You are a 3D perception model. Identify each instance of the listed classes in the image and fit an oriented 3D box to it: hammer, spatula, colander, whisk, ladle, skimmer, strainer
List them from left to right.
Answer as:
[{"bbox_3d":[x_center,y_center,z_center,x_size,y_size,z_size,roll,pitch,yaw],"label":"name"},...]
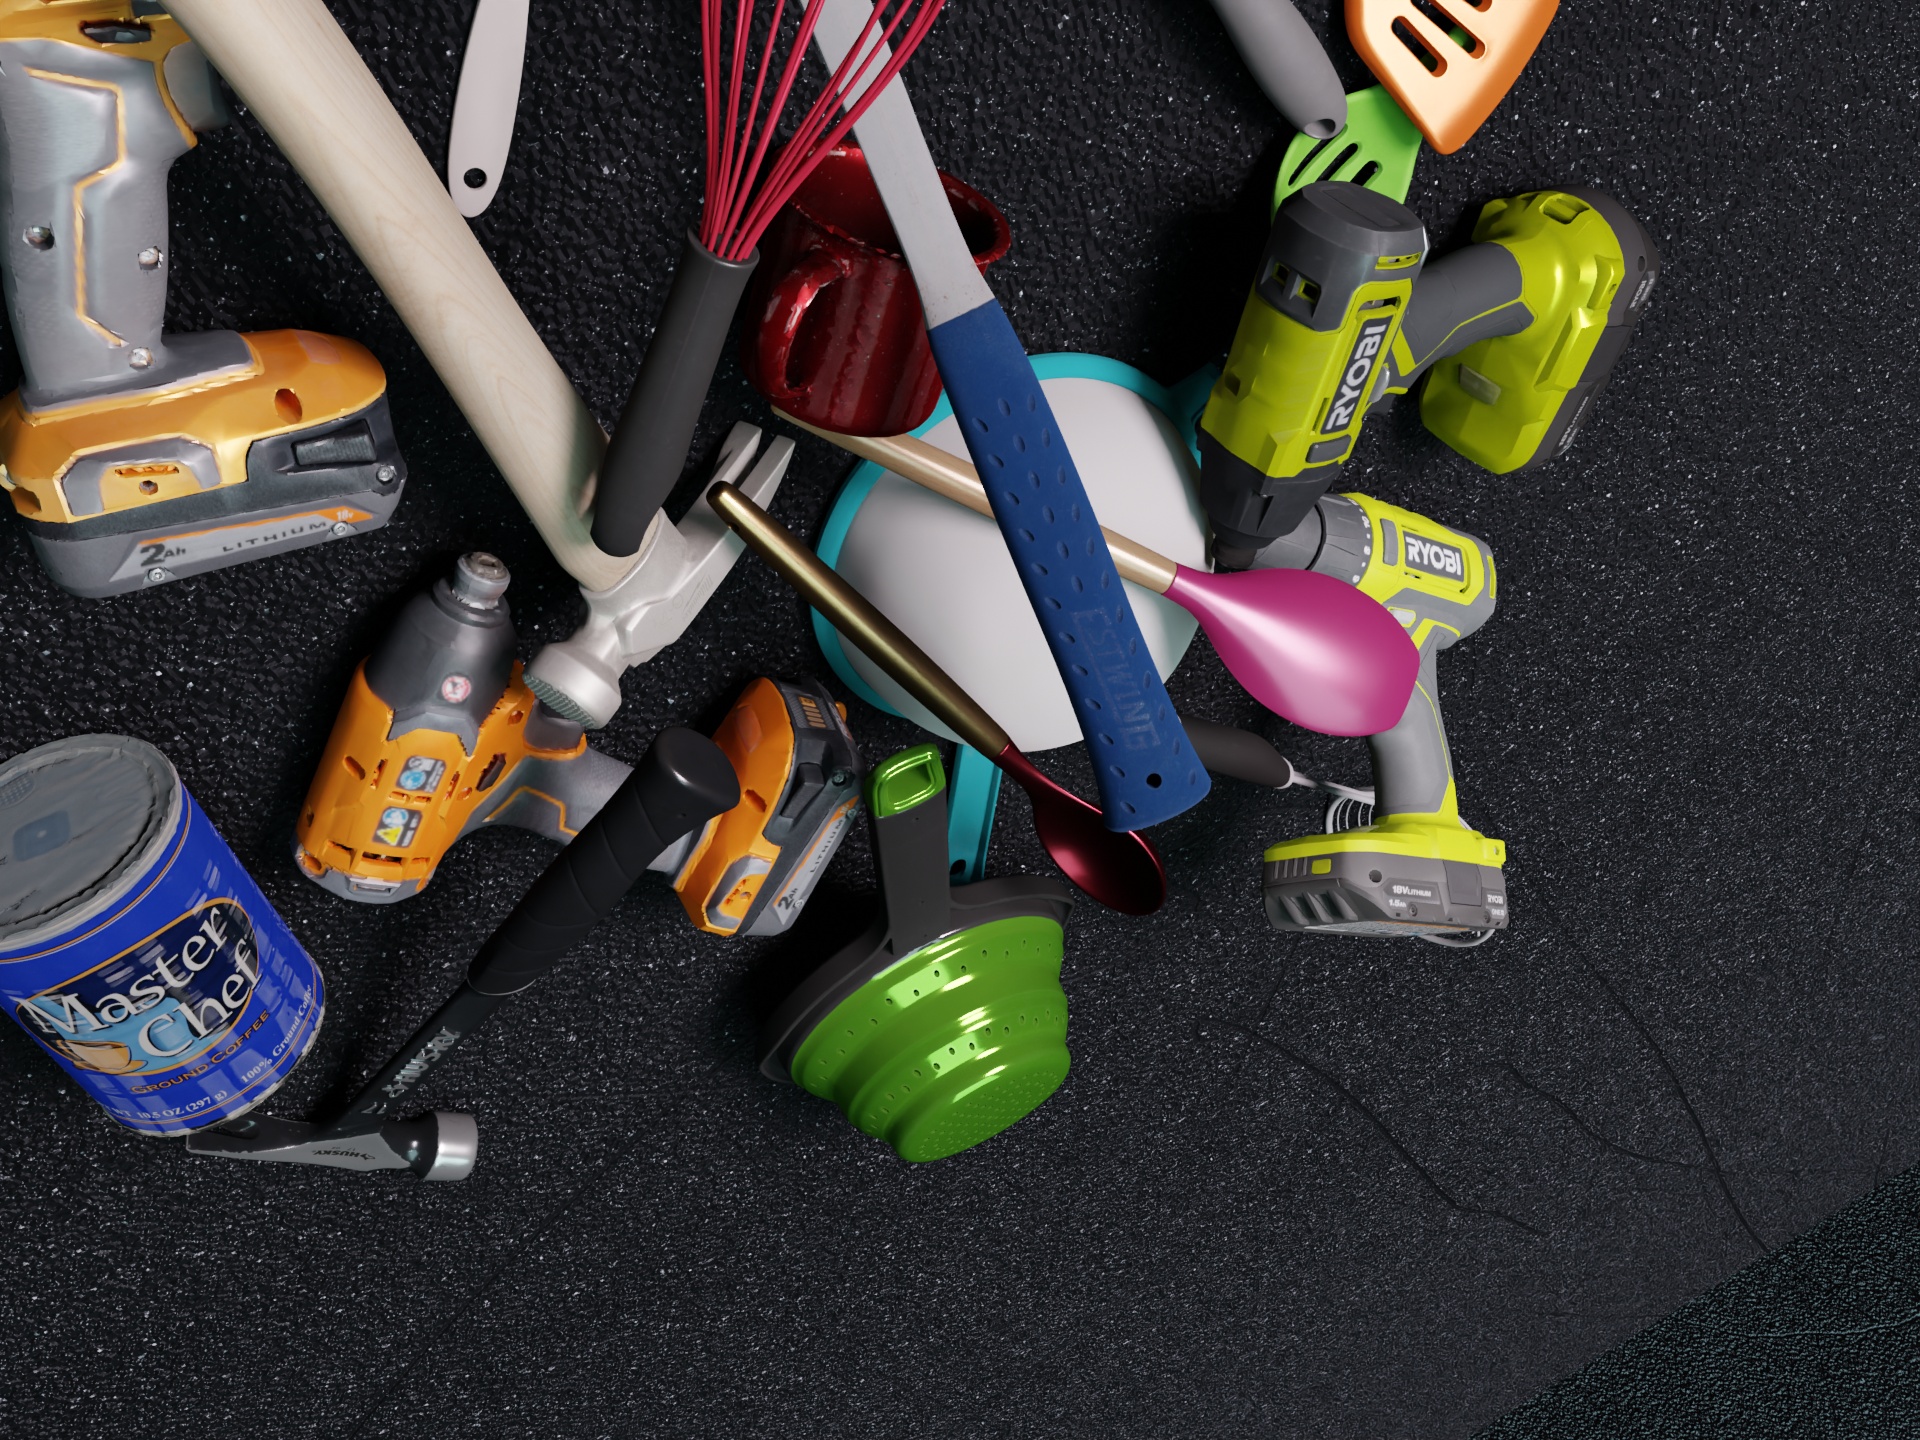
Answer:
[{"bbox_3d":[-0.163,-0.155,0.483,0.146,0.038,0.410,-57,152,-19],"label":"hammer"},{"bbox_3d":[-0.218,0.119,0.712,0.149,0.036,0.409,15,139,-35],"label":"hammer"},{"bbox_3d":[-0.065,-0.159,0.475,0.073,0.073,0.295,1,139,-32],"label":"whisk"},{"bbox_3d":[-0.006,0.142,0.829,0.204,0.095,0.396,-25,152,-13],"label":"colander"},{"bbox_3d":[-0.001,-0.002,0.703,0.315,0.069,0.031,43,60,-36],"label":"ladle"},{"bbox_3d":[0.001,-0.150,0.537,0.144,0.035,0.405,-26,106,-8],"label":"hammer"},{"bbox_3d":[0.034,-0.008,0.787,0.211,0.095,0.340,-10,132,-24],"label":"strainer"},{"bbox_3d":[0.088,-0.282,0.581,0.055,0.055,0.238,-46,143,14],"label":"whisk"},{"bbox_3d":[0.119,-0.323,0.579,0.322,0.041,0.081,21,109,-45],"label":"spatula"},{"bbox_3d":[0.203,0.067,0.919,0.363,0.127,0.090,16,97,-47],"label":"skimmer"}]

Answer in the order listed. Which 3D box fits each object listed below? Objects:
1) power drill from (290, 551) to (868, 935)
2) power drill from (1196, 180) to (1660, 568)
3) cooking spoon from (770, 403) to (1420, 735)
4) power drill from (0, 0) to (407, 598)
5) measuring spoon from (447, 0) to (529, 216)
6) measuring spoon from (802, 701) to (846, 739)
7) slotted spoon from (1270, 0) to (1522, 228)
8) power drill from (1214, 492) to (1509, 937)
[{"bbox_3d":[-0.158,0.015,0.706,0.226,0.084,0.164,12,121,-33],"label":"power drill"},{"bbox_3d":[0.205,-0.161,0.727,0.223,0.080,0.171,-18,139,-34],"label":"power drill"},{"bbox_3d":[0.067,-0.070,0.677,0.318,0.017,0.069,22,84,-17],"label":"cooking spoon"},{"bbox_3d":[-0.234,-0.167,0.494,0.185,0.084,0.226,-20,132,-24],"label":"power drill"},{"bbox_3d":[-0.153,-0.225,0.532,0.034,0.018,0.124,0,129,-31],"label":"measuring spoon"},{"bbox_3d":[-0.084,0.038,0.821,0.021,0.011,0.117,6,125,-35],"label":"measuring spoon"},{"bbox_3d":[0.244,-0.320,0.677,0.070,0.031,0.313,34,105,-34],"label":"slotted spoon"},{"bbox_3d":[0.206,-0.008,0.823,0.190,0.229,0.080,10,164,-37],"label":"power drill"}]
